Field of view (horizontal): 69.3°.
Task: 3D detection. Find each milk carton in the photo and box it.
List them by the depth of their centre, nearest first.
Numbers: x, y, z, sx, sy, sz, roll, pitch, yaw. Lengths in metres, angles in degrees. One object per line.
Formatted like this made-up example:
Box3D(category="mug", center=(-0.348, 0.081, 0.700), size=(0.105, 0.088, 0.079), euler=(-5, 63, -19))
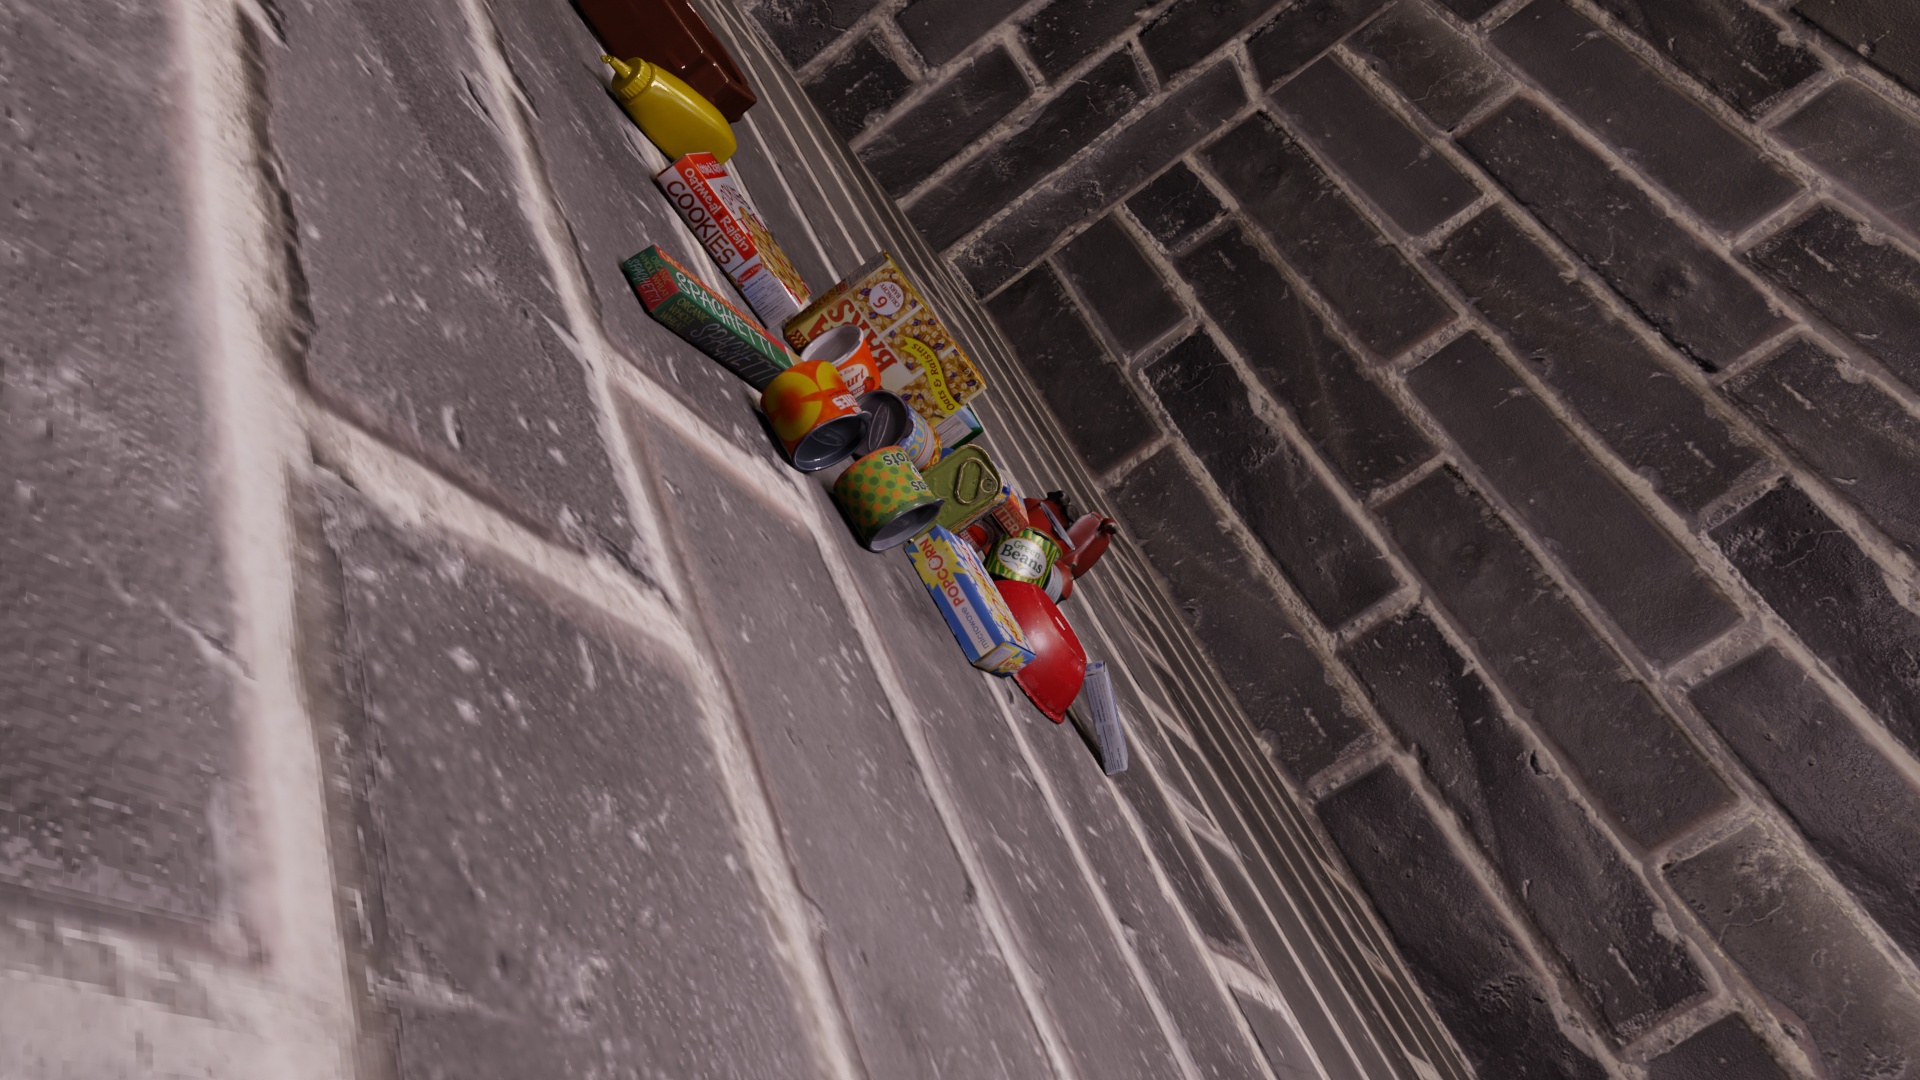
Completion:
Box3D(category="milk carton", center=(-0.056, -0.166, 1.538), size=(0.190, 0.073, 0.072), euler=(40, 17, -55))

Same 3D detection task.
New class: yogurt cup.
Box3D(category="yogurt cup", center=(-0.109, -0.160, 1.291), size=(0.053, 0.072, 0.073), euler=(58, 6, -35))

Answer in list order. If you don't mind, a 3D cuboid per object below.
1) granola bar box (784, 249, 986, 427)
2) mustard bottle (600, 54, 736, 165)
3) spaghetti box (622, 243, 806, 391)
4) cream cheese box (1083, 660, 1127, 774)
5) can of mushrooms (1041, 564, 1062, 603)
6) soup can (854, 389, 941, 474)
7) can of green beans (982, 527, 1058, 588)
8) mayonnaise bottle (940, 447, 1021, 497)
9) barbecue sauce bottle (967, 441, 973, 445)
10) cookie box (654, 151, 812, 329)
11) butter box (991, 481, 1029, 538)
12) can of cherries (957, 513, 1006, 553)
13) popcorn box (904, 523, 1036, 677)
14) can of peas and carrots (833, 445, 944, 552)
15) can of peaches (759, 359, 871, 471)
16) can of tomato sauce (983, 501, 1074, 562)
Box3D(category="granola bar box", center=(-0.072, -0.177, 1.346), size=(0.165, 0.124, 0.039), euler=(50, 10, -26))
Box3D(category="mustard bottle", center=(-0.283, -0.415, 1.324), size=(0.160, 0.065, 0.049), euler=(37, 24, -50))
Box3D(category="spaghetti box", center=(-0.171, -0.152, 1.067), size=(0.050, 0.028, 0.249), euler=(58, 10, 23))
Box3D(category="cream cheese box", center=(0.144, 0.175, 1.380), size=(0.053, 0.024, 0.103), euler=(-44, 120, -82))
Box3D(category="can of mushrooms", center=(0.070, 0.044, 1.459), size=(0.033, 0.071, 0.071), euler=(44, 14, -50))
Box3D(category="soup can", center=(-0.060, -0.094, 1.283), size=(0.071, 0.071, 0.083), euler=(59, 10, 25))
Box3D(category="can of green beans", center=(0.058, 0.023, 1.410), size=(0.071, 0.058, 0.071), euler=(23, -18, 8))
Box3D(category="mayonnaise bottle", center=(0.013, -0.066, 1.579), size=(0.148, 0.064, 0.041), euler=(29, 31, -60))
Box3D(category="barbecue sauce bottle", center=(-0.015, -0.128, 1.694), size=(0.149, 0.043, 0.065), euler=(60, 9, 24))
Box3D(category="cookie box", center=(-0.209, -0.282, 1.298), size=(0.167, 0.040, 0.123), euler=(54, 9, -13))
Box3D(category="butter box", center=(0.042, -0.040, 1.371), size=(0.053, 0.024, 0.104), euler=(53, 8, -12))
Box3D(category="can of cherries", center=(0.005, -0.017, 1.369), size=(0.071, 0.058, 0.072), euler=(54, 9, -12))
Box3D(category="popcorn box", center=(0.010, 0.054, 1.208), size=(0.127, 0.038, 0.085), euler=(59, 12, 22))
Box3D(category="can of peas and carrots", center=(-0.056, -0.034, 1.092), size=(0.059, 0.071, 0.071), euler=(57, 9, 16))
Box3D(category="can of peaches", center=(-0.109, -0.096, 1.050), size=(0.058, 0.071, 0.071), euler=(58, 10, 22))
Box3D(category="can of tomato sauce", center=(0.075, 0.007, 1.550), size=(0.071, 0.083, 0.071), euler=(53, 10, -13))
